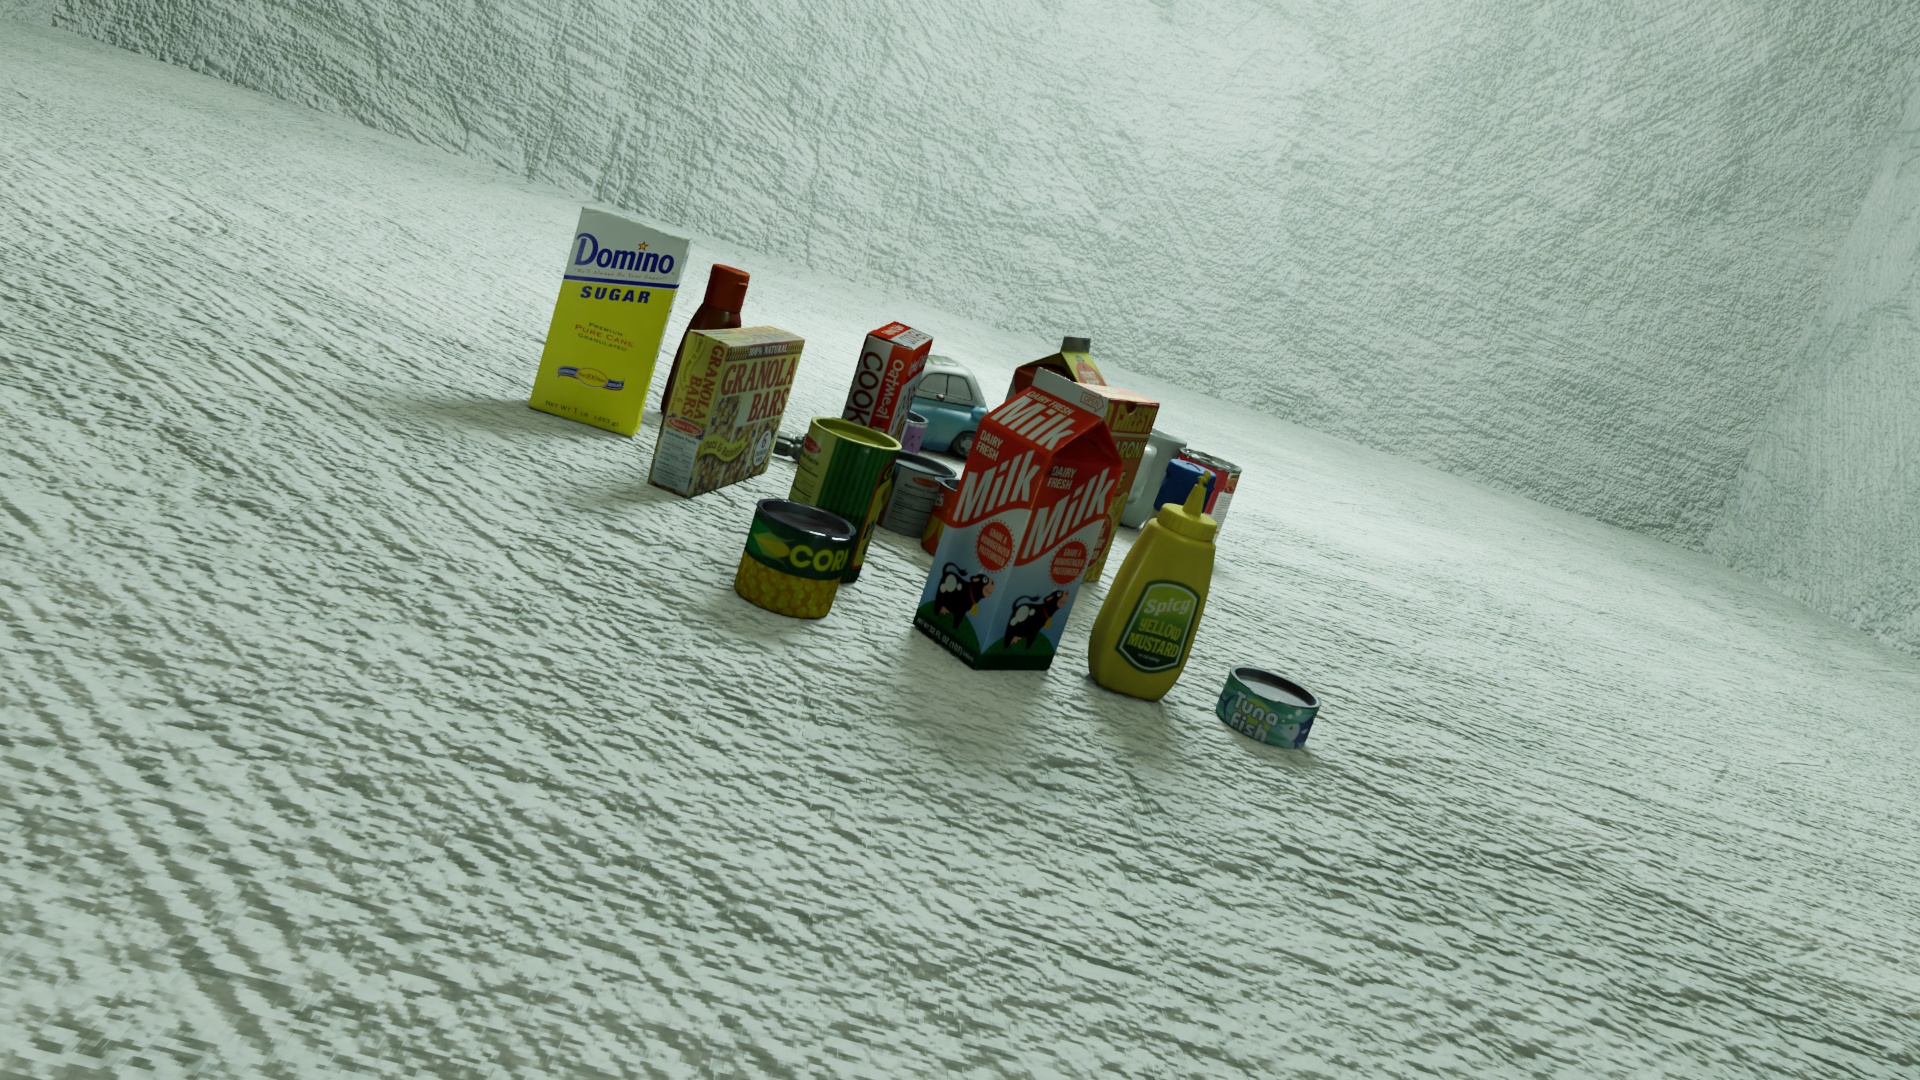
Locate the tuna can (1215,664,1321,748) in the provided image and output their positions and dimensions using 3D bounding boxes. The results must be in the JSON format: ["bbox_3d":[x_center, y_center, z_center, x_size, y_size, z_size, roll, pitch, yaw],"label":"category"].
[{"bbox_3d":[0.211,0.115,0.959,0.071,0.032,0.071,17,14,-4],"label":"tuna can"}]

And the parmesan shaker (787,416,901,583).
[{"bbox_3d":[-0.089,-0.029,0.984,0.071,0.102,0.071,17,13,-4],"label":"parmesan shaker"}]

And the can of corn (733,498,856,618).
[{"bbox_3d":[-0.106,0.012,0.895,0.071,0.058,0.071,17,13,-4],"label":"can of corn"}]

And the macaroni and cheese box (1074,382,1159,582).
[{"bbox_3d":[0.101,-0.045,1.158,0.040,0.166,0.124,26,15,29],"label":"macaroni and cheese box"}]

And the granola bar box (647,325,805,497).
[{"bbox_3d":[-0.187,-0.108,1.122,0.039,0.124,0.166,21,14,9],"label":"granola bar box"}]

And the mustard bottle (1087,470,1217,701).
[{"bbox_3d":[0.136,0.027,0.935,0.065,0.159,0.049,15,14,-14],"label":"mustard bottle"}]

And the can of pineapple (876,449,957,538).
[{"bbox_3d":[-0.043,-0.040,1.183,0.071,0.057,0.071,17,13,-4],"label":"can of pineapple"}]

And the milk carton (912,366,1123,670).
[{"bbox_3d":[0.043,-0.014,0.913,0.073,0.190,0.072,6,18,-43],"label":"milk carton"}]

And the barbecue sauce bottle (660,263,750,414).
[{"bbox_3d":[-0.234,-0.183,1.301,0.044,0.148,0.065,27,16,34],"label":"barbecue sauce bottle"}]

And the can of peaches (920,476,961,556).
[{"bbox_3d":[0.004,-0.014,1.141,0.071,0.058,0.071,17,13,-4],"label":"can of peaches"}]

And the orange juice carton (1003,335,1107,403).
[{"bbox_3d":[0.076,-0.093,1.259,0.073,0.192,0.072,24,14,22],"label":"orange juice carton"}]

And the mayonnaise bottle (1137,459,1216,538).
[{"bbox_3d":[0.146,0.015,1.022,0.041,0.147,0.065,17,13,-5],"label":"mayonnaise bottle"}]

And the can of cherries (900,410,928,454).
[{"bbox_3d":[-0.070,-0.102,1.385,0.071,0.058,0.071,17,13,-4],"label":"can of cherries"}]

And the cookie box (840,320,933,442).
[{"bbox_3d":[-0.070,-0.082,1.080,0.040,0.167,0.123,19,13,1],"label":"cookie box"}]
